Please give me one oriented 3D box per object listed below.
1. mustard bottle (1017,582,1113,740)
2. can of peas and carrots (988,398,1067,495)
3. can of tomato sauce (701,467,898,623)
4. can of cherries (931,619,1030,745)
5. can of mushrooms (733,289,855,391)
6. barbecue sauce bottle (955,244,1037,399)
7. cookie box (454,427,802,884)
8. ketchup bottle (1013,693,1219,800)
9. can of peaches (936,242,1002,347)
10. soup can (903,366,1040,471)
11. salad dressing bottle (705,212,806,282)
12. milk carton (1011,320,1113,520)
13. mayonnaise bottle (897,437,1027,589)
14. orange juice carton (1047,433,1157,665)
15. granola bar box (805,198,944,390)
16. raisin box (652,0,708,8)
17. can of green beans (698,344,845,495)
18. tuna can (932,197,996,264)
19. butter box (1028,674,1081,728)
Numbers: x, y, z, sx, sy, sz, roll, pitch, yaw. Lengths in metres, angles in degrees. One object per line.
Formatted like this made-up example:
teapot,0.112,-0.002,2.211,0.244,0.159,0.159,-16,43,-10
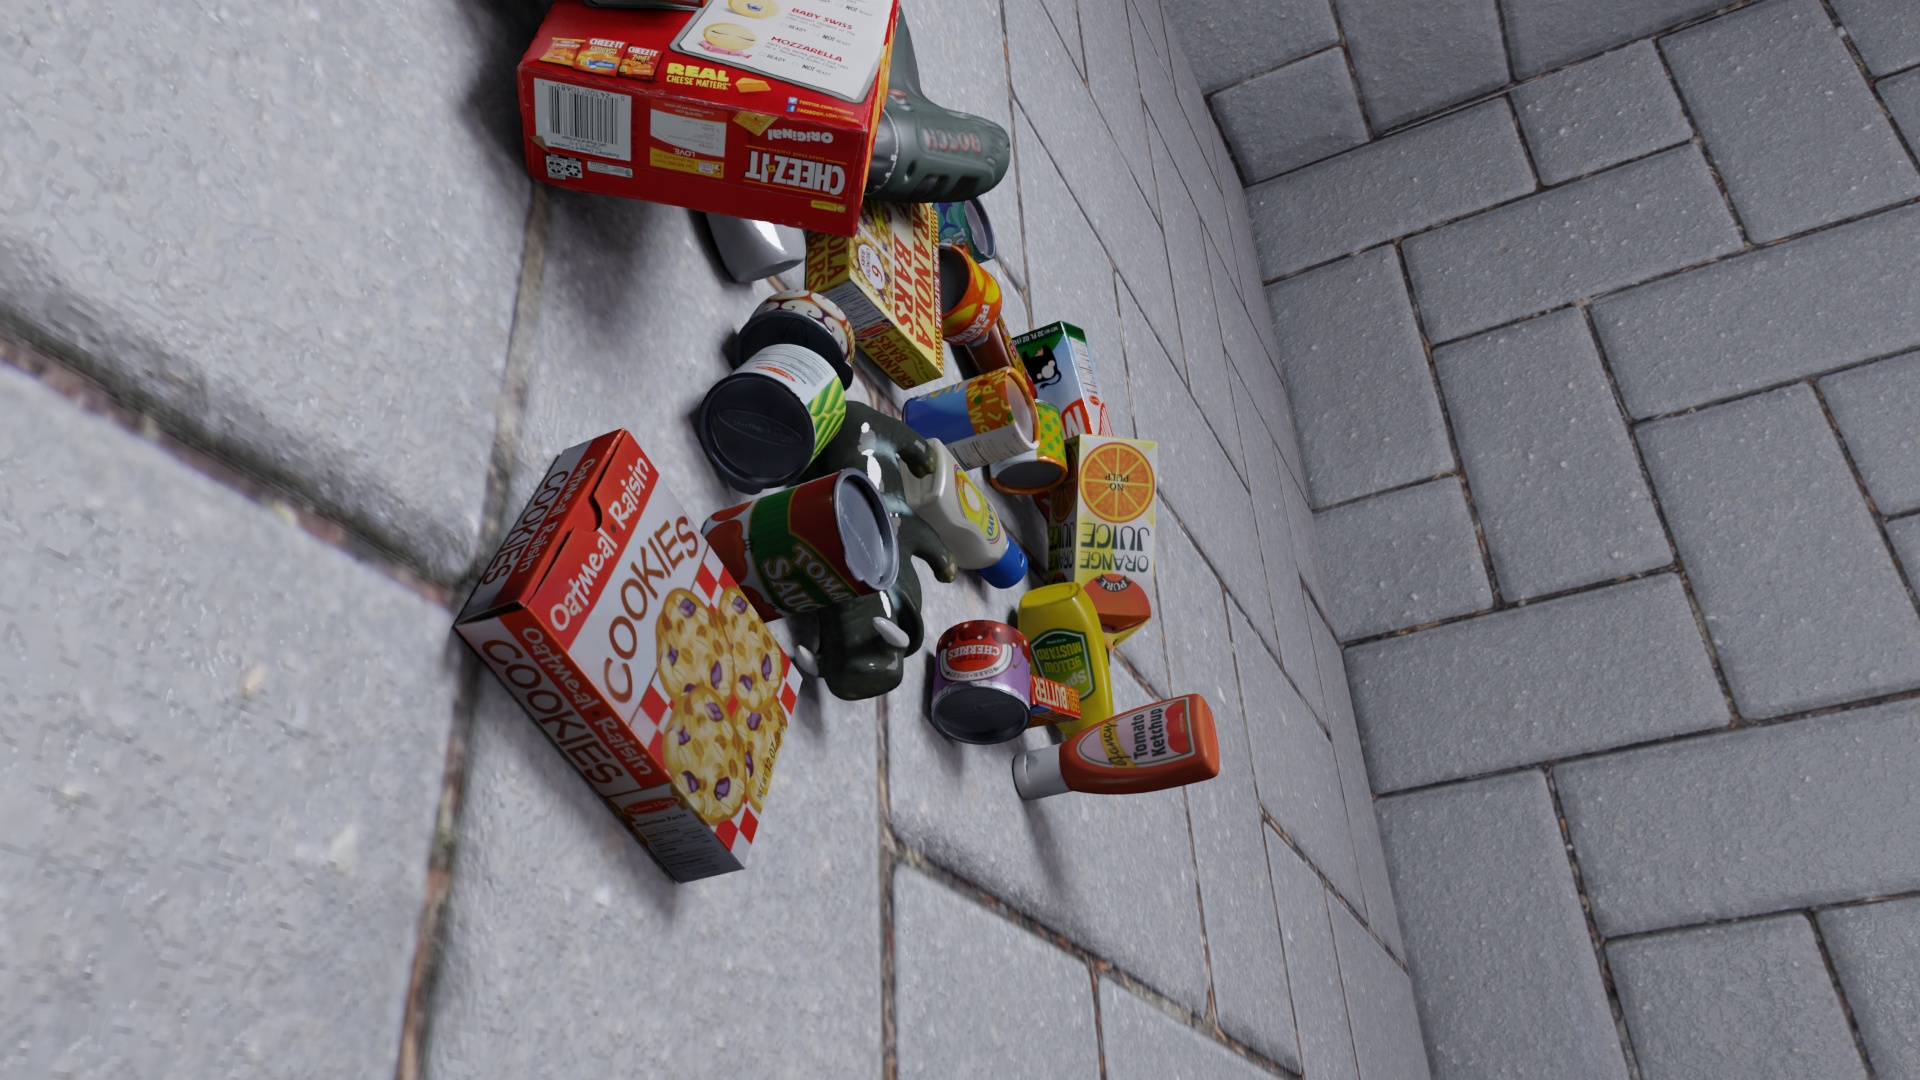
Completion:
mustard bottle,0.093,0.115,1.128,0.049,0.065,0.159,-60,135,-68
can of peas and carrots,0.057,-0.077,1.170,0.071,0.071,0.059,40,40,-56
can of tomato sauce,-0.085,0.006,0.730,0.071,0.083,0.071,51,31,-46
can of cherries,0.014,0.094,0.935,0.071,0.071,0.059,55,27,-40
can of mushrooms,-0.094,-0.110,0.812,0.034,0.071,0.070,-76,144,-56
barbecue sauce bottle,0.018,-0.177,1.179,0.065,0.043,0.148,-99,163,-64
cookie box,-0.138,0.051,0.622,0.166,0.040,0.123,60,25,-31
ketchup bottle,0.113,0.159,1.022,0.043,0.148,0.065,53,28,-42
can of peaches,-0.007,-0.193,1.096,0.058,0.071,0.071,25,52,-63
soup can,0.009,-0.089,1.036,0.071,0.083,0.072,51,30,-45
salad dressing bottle,-0.138,-0.231,0.832,0.064,0.044,0.147,-25,96,-62
milk carton,0.097,-0.099,1.283,0.073,0.072,0.190,-2,76,-69
mayonnaise bottle,0.004,-0.013,1.025,0.147,0.041,0.065,46,32,-49
orange juice carton,0.119,0.011,1.186,0.071,0.073,0.192,163,-70,-73
granola bar box,-0.061,-0.209,1.006,0.124,0.039,0.166,42,37,-47
raisin box,-0.175,-0.302,0.681,0.086,0.123,0.039,-80,179,-48
can of green beans,-0.103,-0.069,0.766,0.071,0.071,0.058,67,21,-17
tuna can,0.003,-0.274,1.233,0.071,0.033,0.071,51,30,-45
butter box,0.047,0.120,1.020,0.103,0.053,0.024,27,52,-62
